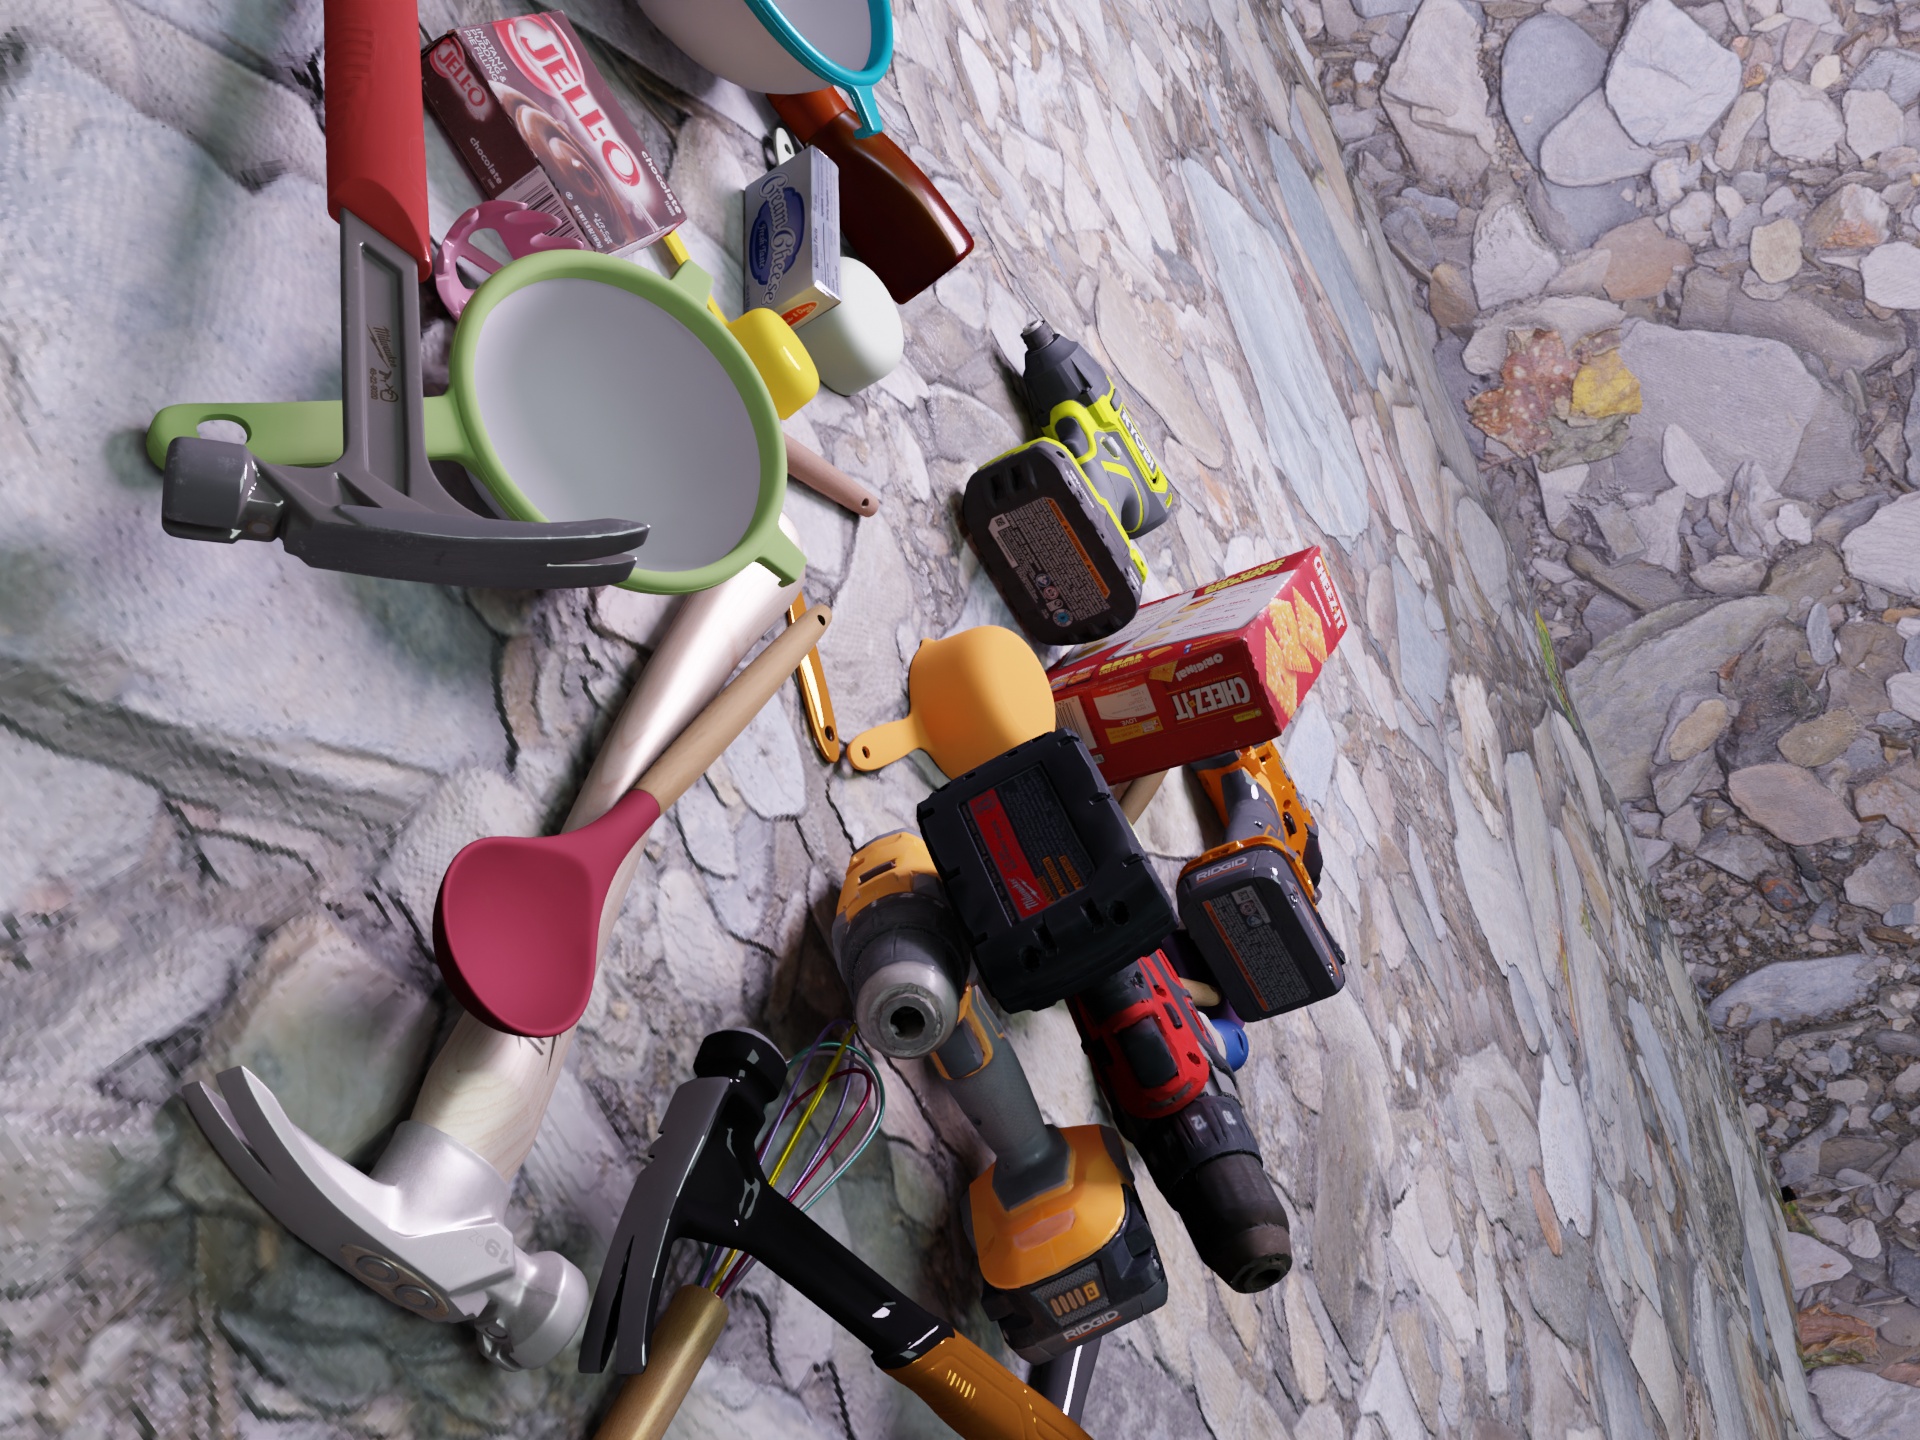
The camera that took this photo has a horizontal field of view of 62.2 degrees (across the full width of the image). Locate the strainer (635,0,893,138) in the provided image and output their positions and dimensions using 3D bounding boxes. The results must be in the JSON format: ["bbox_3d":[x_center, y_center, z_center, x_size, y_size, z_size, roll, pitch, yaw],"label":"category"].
[{"bbox_3d":[-0.136,-0.484,0.902,0.210,0.095,0.341,36,42,-49],"label":"strainer"}]

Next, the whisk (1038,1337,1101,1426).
[{"bbox_3d":[0.042,0.337,0.747,0.055,0.055,0.239,59,27,-19],"label":"whisk"}]

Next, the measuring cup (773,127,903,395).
[{"bbox_3d":[-0.075,-0.274,0.926,0.083,0.038,0.168,-3,77,-60],"label":"measuring cup"}]

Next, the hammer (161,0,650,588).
[{"bbox_3d":[-0.209,-0.206,0.597,0.149,0.036,0.359,4,57,-28],"label":"hammer"}]

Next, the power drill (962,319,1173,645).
[{"bbox_3d":[0.075,-0.166,1.082,0.171,0.080,0.223,56,28,-23],"label":"power drill"}]

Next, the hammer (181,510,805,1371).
[{"bbox_3d":[-0.142,0.030,0.633,0.146,0.038,0.411,51,34,-28],"label":"hammer"}]

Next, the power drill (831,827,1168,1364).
[{"bbox_3d":[0.011,0.168,0.706,0.226,0.084,0.185,64,2,-10],"label":"power drill"}]

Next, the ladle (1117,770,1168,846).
[{"bbox_3d":[0.117,0.058,1.003,0.320,0.062,0.078,-39,128,-68],"label":"ladle"}]

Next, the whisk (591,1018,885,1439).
[{"bbox_3d":[-0.088,0.209,0.613,0.051,0.047,0.245,50,38,-15],"label":"whisk"}]

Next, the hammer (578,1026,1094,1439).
[{"bbox_3d":[-0.006,0.266,0.629,0.336,0.034,0.127,48,43,-29],"label":"hammer"}]

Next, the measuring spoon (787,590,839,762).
[{"bbox_3d":[-0.075,-0.035,0.809,0.021,0.011,0.117,6,68,-58],"label":"measuring spoon"}]

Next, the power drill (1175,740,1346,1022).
[{"bbox_3d":[0.219,0.111,1.132,0.164,0.084,0.227,59,22,-19],"label":"power drill"}]

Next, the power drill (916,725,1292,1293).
[{"bbox_3d":[0.074,0.133,0.700,0.226,0.080,0.188,60,3,-43],"label":"power drill"}]

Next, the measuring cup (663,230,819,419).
[{"bbox_3d":[-0.122,-0.229,0.819,0.156,0.029,0.062,58,13,-13],"label":"measuring cup"}]

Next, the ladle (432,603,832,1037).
[{"bbox_3d":[-0.113,0.019,0.626,0.069,0.031,0.315,58,29,-15],"label":"ladle"}]

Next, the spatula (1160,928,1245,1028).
[{"bbox_3d":[0.115,0.129,1.022,0.315,0.018,0.060,41,45,-43],"label":"spatula"}]

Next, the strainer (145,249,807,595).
[{"bbox_3d":[-0.188,-0.104,0.625,0.256,0.069,0.151,-13,80,-43],"label":"strainer"}]

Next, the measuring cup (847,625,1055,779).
[{"bbox_3d":[-0.001,-0.003,0.870,0.173,0.052,0.095,-23,93,-63],"label":"measuring cup"}]

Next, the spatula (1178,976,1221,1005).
[{"bbox_3d":[0.088,0.146,0.932,0.317,0.044,0.082,20,31,-53],"label":"spatula"}]

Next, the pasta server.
[{"bbox_3d":[-0.129,-0.158,0.767,0.040,0.060,0.316,34,4,36],"label":"pasta server"}]
